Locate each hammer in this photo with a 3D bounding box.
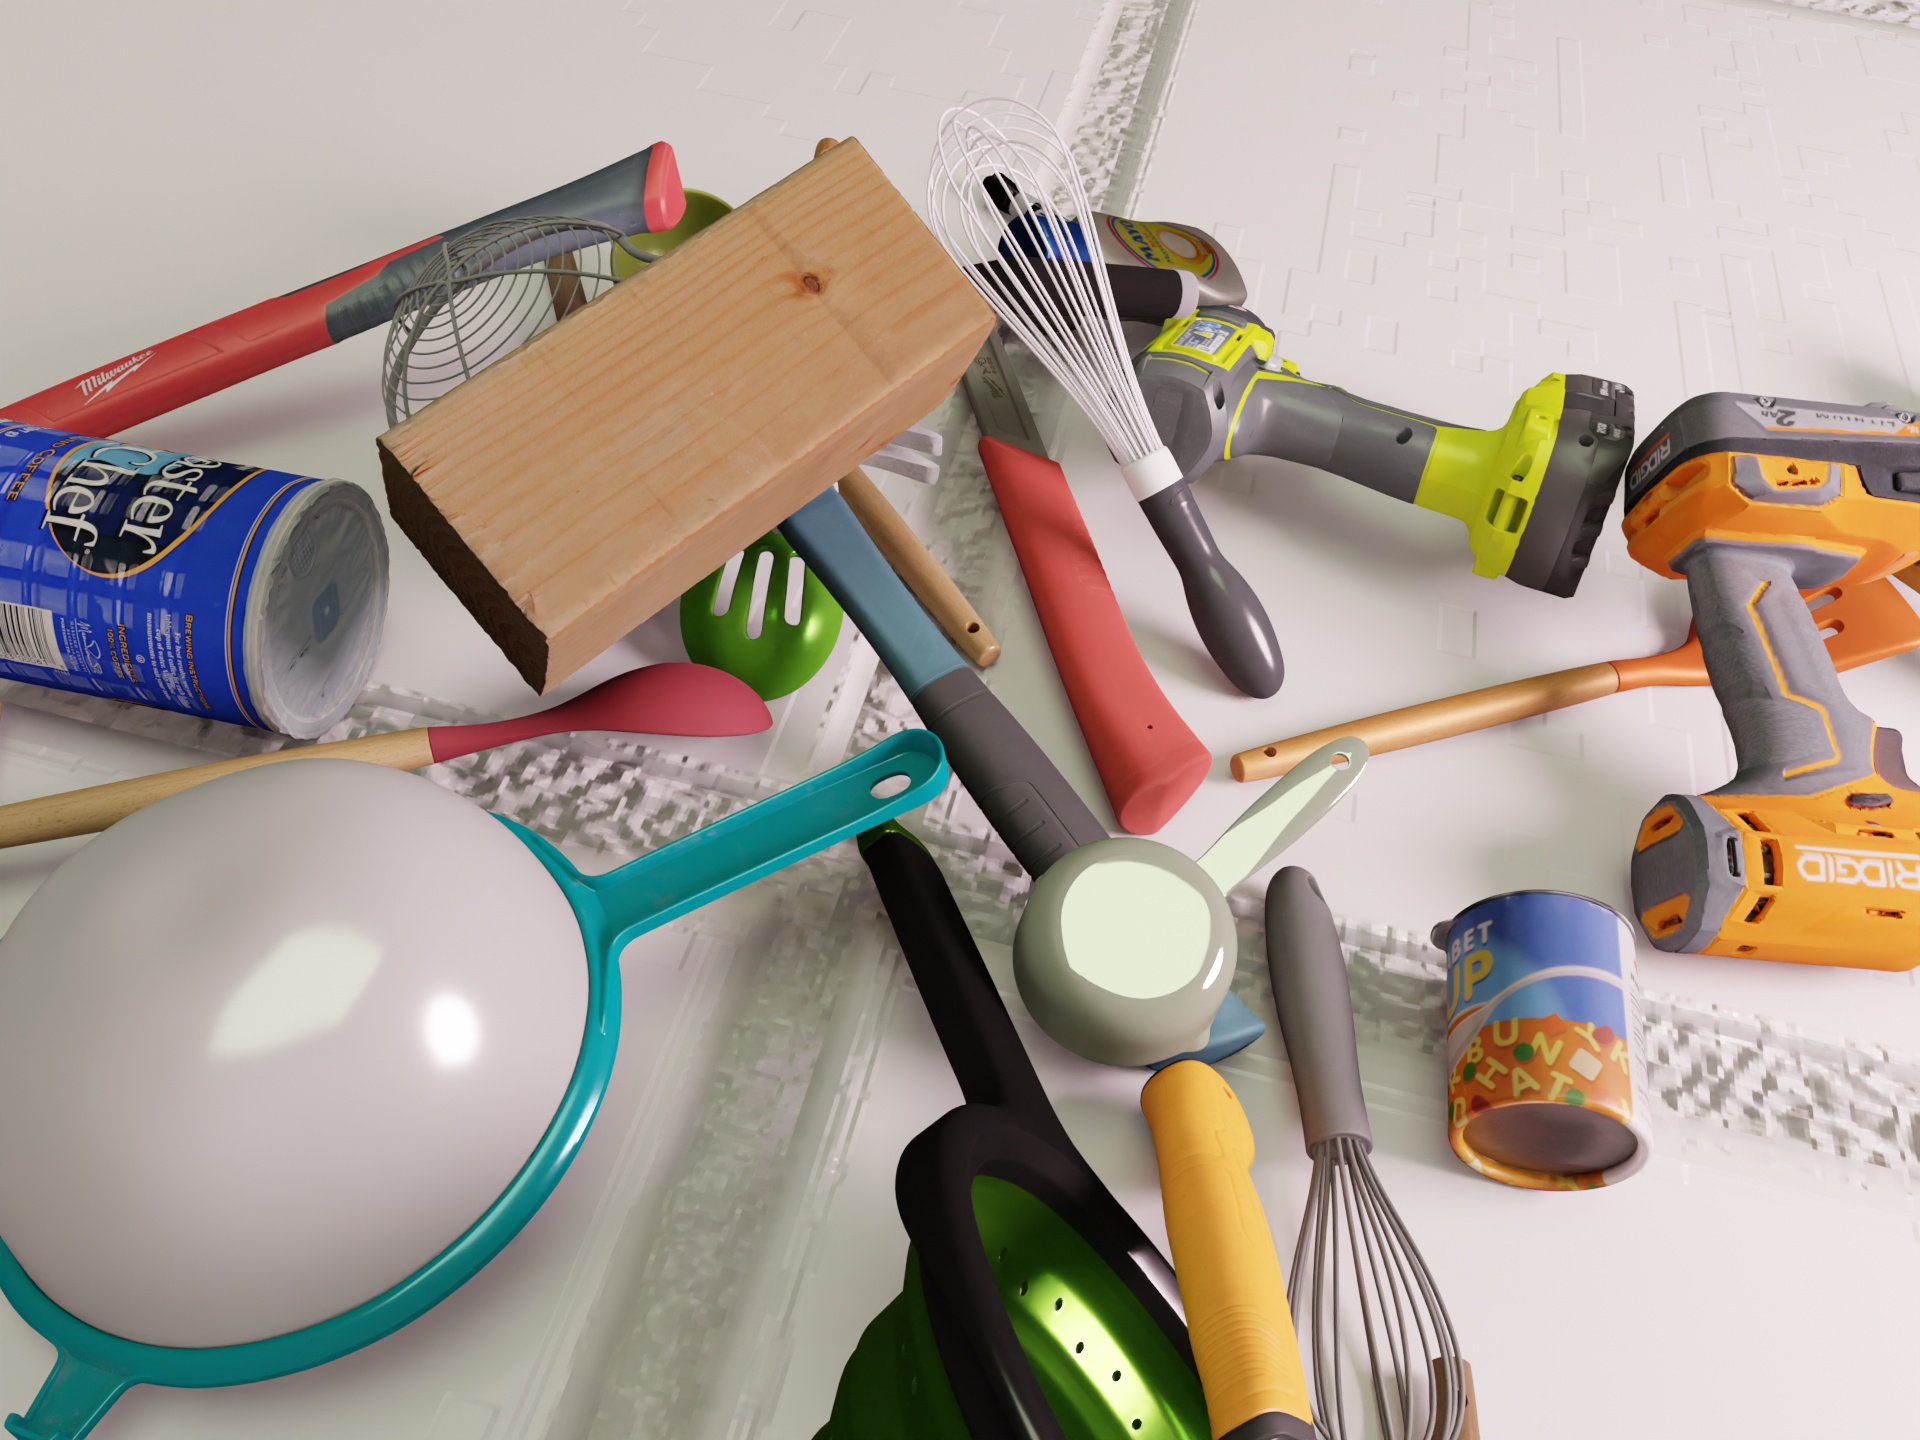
[{"bbox_3d":[0.027,-0.098,0.740,0.149,0.036,0.359,-7,50,-12],"label":"hammer"},{"bbox_3d":[-0.001,-0.002,0.622,0.128,0.033,0.331,-29,68,-19],"label":"hammer"},{"bbox_3d":[-0.313,-0.195,0.744,0.386,0.038,0.143,-28,56,-14],"label":"hammer"},{"bbox_3d":[0.067,0.157,0.390,0.034,0.337,0.127,-36,97,9],"label":"hammer"}]

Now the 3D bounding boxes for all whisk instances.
[{"bbox_3d":[0.125,0.143,0.538,0.055,0.055,0.239,4,45,-3],"label":"whisk"},{"bbox_3d":[0.066,-0.134,0.680,0.070,0.070,0.284,-32,96,-29],"label":"whisk"}]

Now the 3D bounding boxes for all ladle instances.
[{"bbox_3d":[-0.074,-0.145,0.758,0.078,0.062,0.320,-30,60,-14],"label":"ladle"},{"bbox_3d":[-0.228,0.015,0.604,0.315,0.031,0.069,-11,16,-16],"label":"ladle"}]

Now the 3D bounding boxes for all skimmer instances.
[{"bbox_3d":[-0.067,-0.171,0.711,0.363,0.090,0.127,-4,50,-21],"label":"skimmer"}]

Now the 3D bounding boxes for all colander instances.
[{"bbox_3d":[-0.001,0.165,0.472,0.094,0.204,0.398,-38,38,7],"label":"colander"}]

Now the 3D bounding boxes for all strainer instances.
[{"bbox_3d":[-0.163,0.058,0.505,0.340,0.095,0.211,-25,50,-10],"label":"strainer"}]

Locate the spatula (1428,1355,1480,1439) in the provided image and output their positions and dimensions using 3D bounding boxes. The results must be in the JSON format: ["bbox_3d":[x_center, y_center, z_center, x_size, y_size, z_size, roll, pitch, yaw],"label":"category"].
[{"bbox_3d":[0.132,0.322,0.402,0.060,0.018,0.316,9,50,3],"label":"spatula"}]

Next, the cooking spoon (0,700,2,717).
[{"bbox_3d":[-0.354,0.112,0.529,0.068,0.017,0.319,-7,51,-10],"label":"cooking spoon"}]

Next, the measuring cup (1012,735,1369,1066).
[{"bbox_3d":[0.091,0.050,0.559,0.167,0.038,0.083,-38,71,-19],"label":"measuring cup"}]

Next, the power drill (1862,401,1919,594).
[{"bbox_3d":[0.532,-0.100,0.756,0.226,0.084,0.185,-25,57,-31],"label":"power drill"}]

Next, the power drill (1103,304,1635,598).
[{"bbox_3d":[0.196,-0.144,0.762,0.223,0.080,0.171,19,32,13],"label":"power drill"}]

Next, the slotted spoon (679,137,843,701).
[{"bbox_3d":[-0.077,-0.153,0.732,0.070,0.031,0.314,5,62,-2],"label":"slotted spoon"}]

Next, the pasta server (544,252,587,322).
[{"bbox_3d":[-0.182,-0.168,0.777,0.060,0.040,0.317,-16,51,-7],"label":"pasta server"}]

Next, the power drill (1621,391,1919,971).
[{"bbox_3d":[0.355,-0.011,0.642,0.164,0.084,0.227,6,70,-2],"label":"power drill"}]

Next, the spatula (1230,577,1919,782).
[{"bbox_3d":[0.266,-0.020,0.696,0.322,0.041,0.081,-13,53,-15],"label":"spatula"}]
